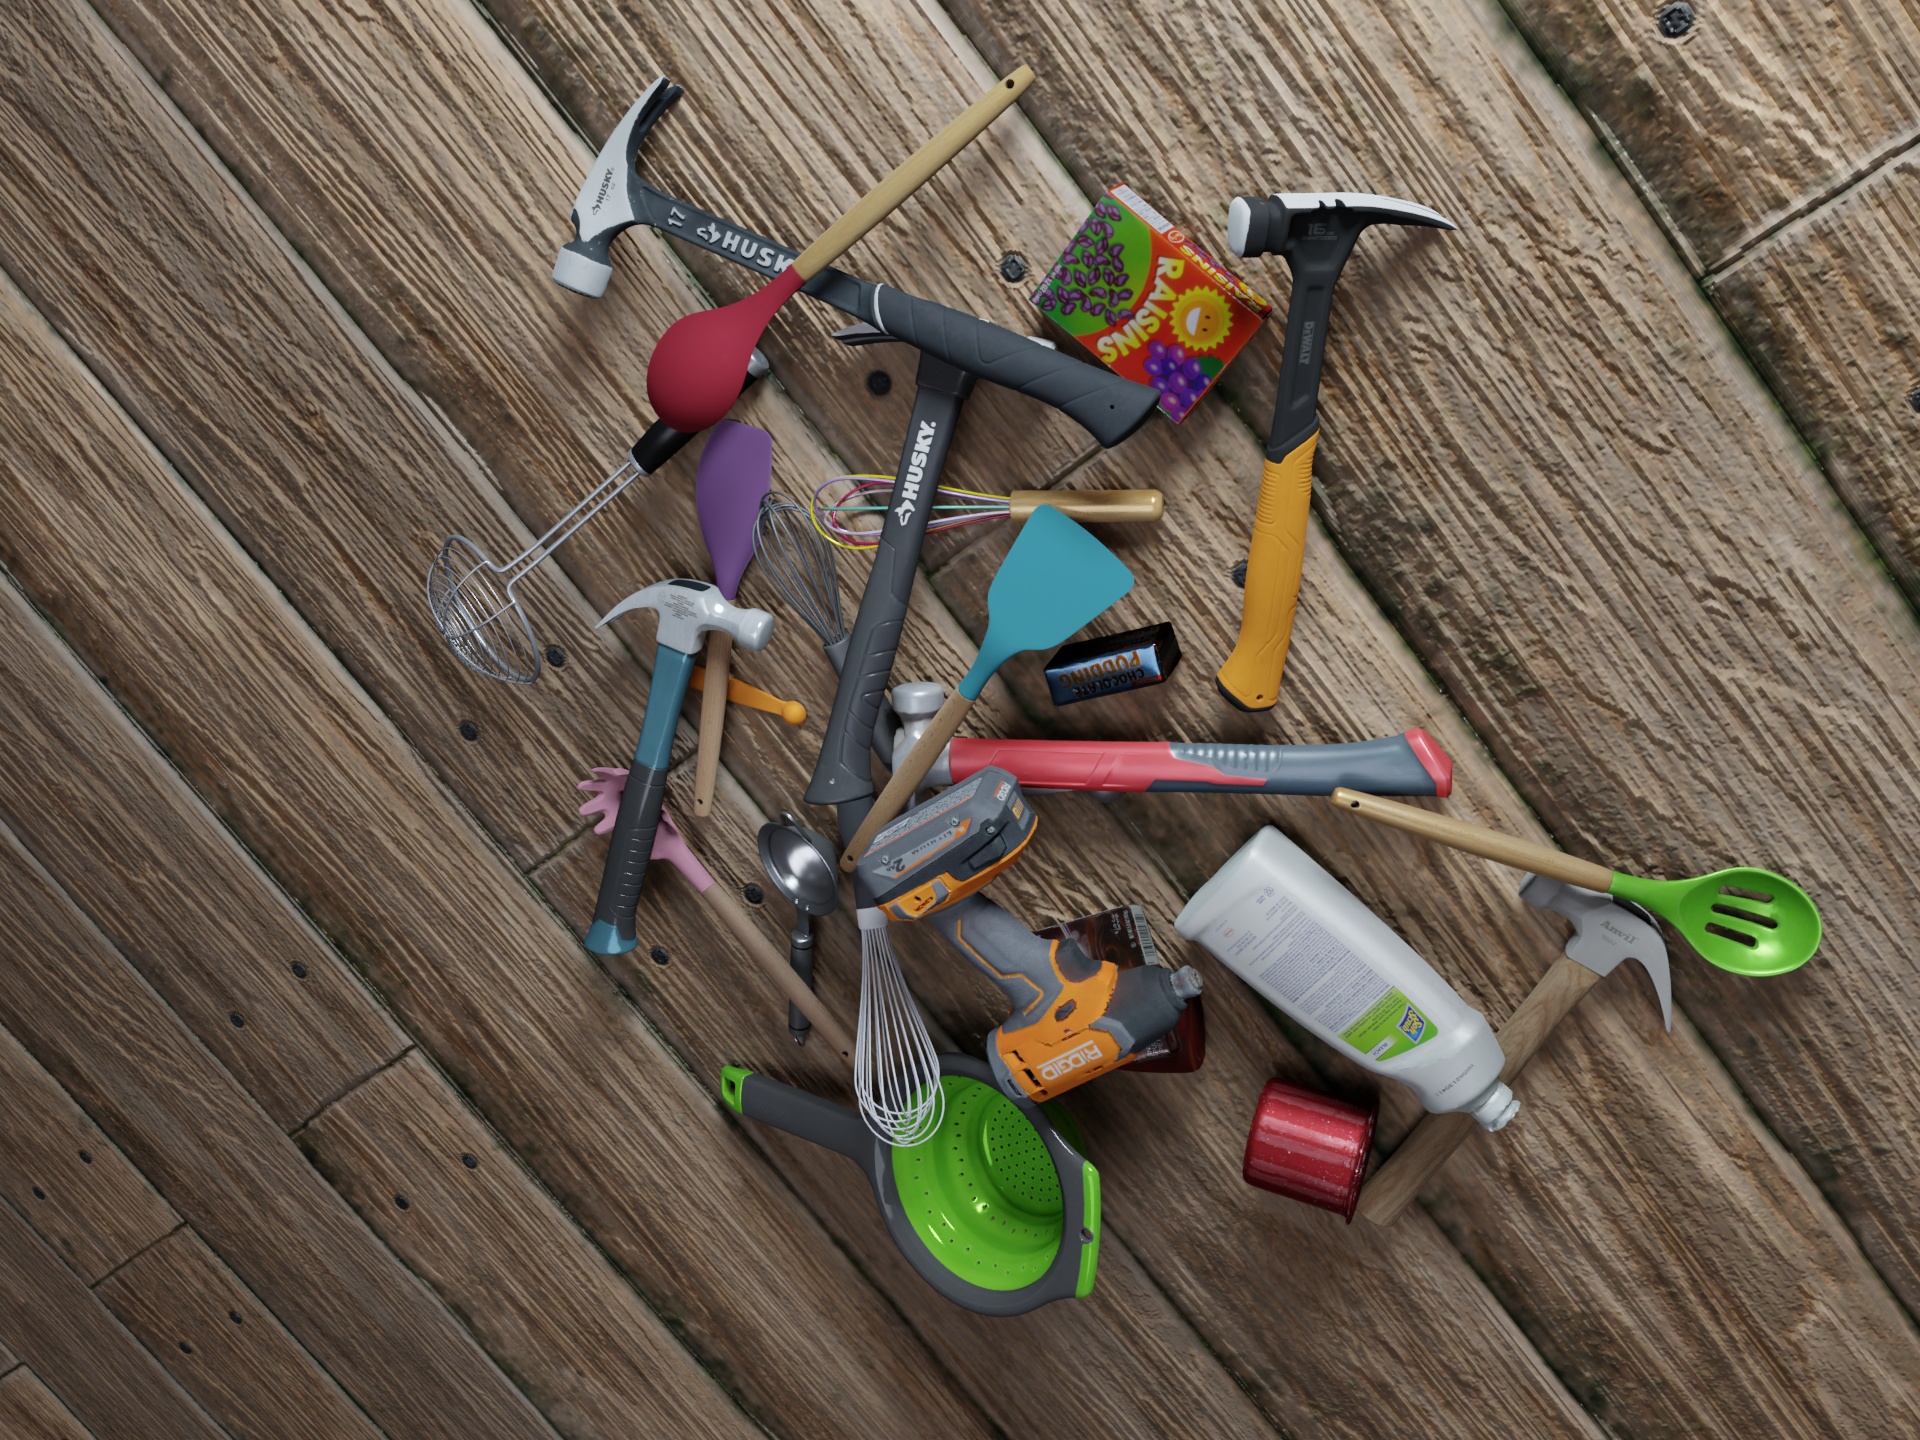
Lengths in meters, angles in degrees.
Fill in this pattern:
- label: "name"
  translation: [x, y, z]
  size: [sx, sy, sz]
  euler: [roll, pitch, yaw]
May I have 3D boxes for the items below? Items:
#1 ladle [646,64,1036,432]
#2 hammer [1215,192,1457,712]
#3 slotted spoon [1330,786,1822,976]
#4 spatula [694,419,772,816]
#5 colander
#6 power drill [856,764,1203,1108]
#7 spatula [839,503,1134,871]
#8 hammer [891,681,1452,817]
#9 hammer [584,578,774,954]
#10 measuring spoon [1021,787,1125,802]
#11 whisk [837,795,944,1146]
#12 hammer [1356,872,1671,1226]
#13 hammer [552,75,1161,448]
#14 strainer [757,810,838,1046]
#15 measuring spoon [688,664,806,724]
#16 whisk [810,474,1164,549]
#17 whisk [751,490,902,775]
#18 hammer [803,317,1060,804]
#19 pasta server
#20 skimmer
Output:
- label: "ladle"
  translation: [-0.079, -0.291, 0.979]
  size: [0.315, 0.031, 0.069]
  euler: [-38, 81, 13]
- label: "hammer"
  translation: [0.209, -0.152, 0.980]
  size: [0.127, 0.034, 0.336]
  euler: [-3, 123, -9]
- label: "slotted spoon"
  translation: [0.390, 0.093, 1.019]
  size: [0.314, 0.031, 0.070]
  euler: [17, 102, 3]
- label: "spatula"
  translation: [-0.181, -0.069, 1.190]
  size: [0.060, 0.018, 0.315]
  euler: [17, 115, 16]
- label: "colander"
  translation: [-0.032, 0.341, 1.303]
  size: [0.397, 0.094, 0.204]
  euler: [10, 103, 37]
- label: "power drill"
  translation: [0.052, 0.148, 1.100]
  size: [0.164, 0.084, 0.226]
  euler: [-30, 102, 23]
- label: "spatula"
  translation: [-0.002, -0.004, 1.099]
  size: [0.082, 0.044, 0.317]
  euler: [41, 122, 8]
- label: "hammer"
  translation: [0.137, 0.047, 1.098]
  size: [0.386, 0.038, 0.143]
  euler: [1, 104, 20]
- label: "hammer"
  translation: [-0.239, 0.044, 1.223]
  size: [0.128, 0.033, 0.331]
  euler: [24, 115, 12]
- label: "measuring spoon"
  translation: [0.061, 0.049, 1.157]
  size: [0.124, 0.018, 0.034]
  euler: [-4, 113, 20]
- label: "whisk"
  translation: [-0.063, 0.181, 1.207]
  size: [0.070, 0.070, 0.284]
  euler: [-11, 86, 25]
- label: "hammer"
  translation: [0.378, 0.249, 1.124]
  size: [0.130, 0.031, 0.331]
  euler: [30, 122, 6]
- label: "hammer"
  translation: [-0.064, -0.273, 1.007]
  size: [0.409, 0.036, 0.149]
  euler: [26, 102, 12]
- label: "strainer"
  translation: [-0.126, 0.167, 1.278]
  size: [0.087, 0.050, 0.258]
  euler: [28, 130, 30]
- label: "measuring spoon"
  translation: [-0.173, -0.020, 1.221]
  size: [0.117, 0.011, 0.021]
  euler: [20, 120, 12]
- label: "whisk"
  translation: [0.015, -0.141, 1.073]
  size: [0.245, 0.051, 0.047]
  euler: [1, 85, 15]
- label: "whisk"
  translation: [-0.087, -0.057, 1.152]
  size: [0.055, 0.055, 0.238]
  euler: [-16, 112, 27]
- label: "hammer"
  translation: [-0.049, -0.103, 1.048]
  size: [0.146, 0.035, 0.335]
  euler: [17, 96, 15]
- label: "pasta server"
  translation: [-0.188, 0.158, 1.273]
  size: [0.316, 0.040, 0.060]
  euler: [48, 118, 5]
- label: "skimmer"
  translation: [-0.267, -0.156, 1.182]
  size: [0.363, 0.090, 0.127]
  euler: [-36, 87, 21]
